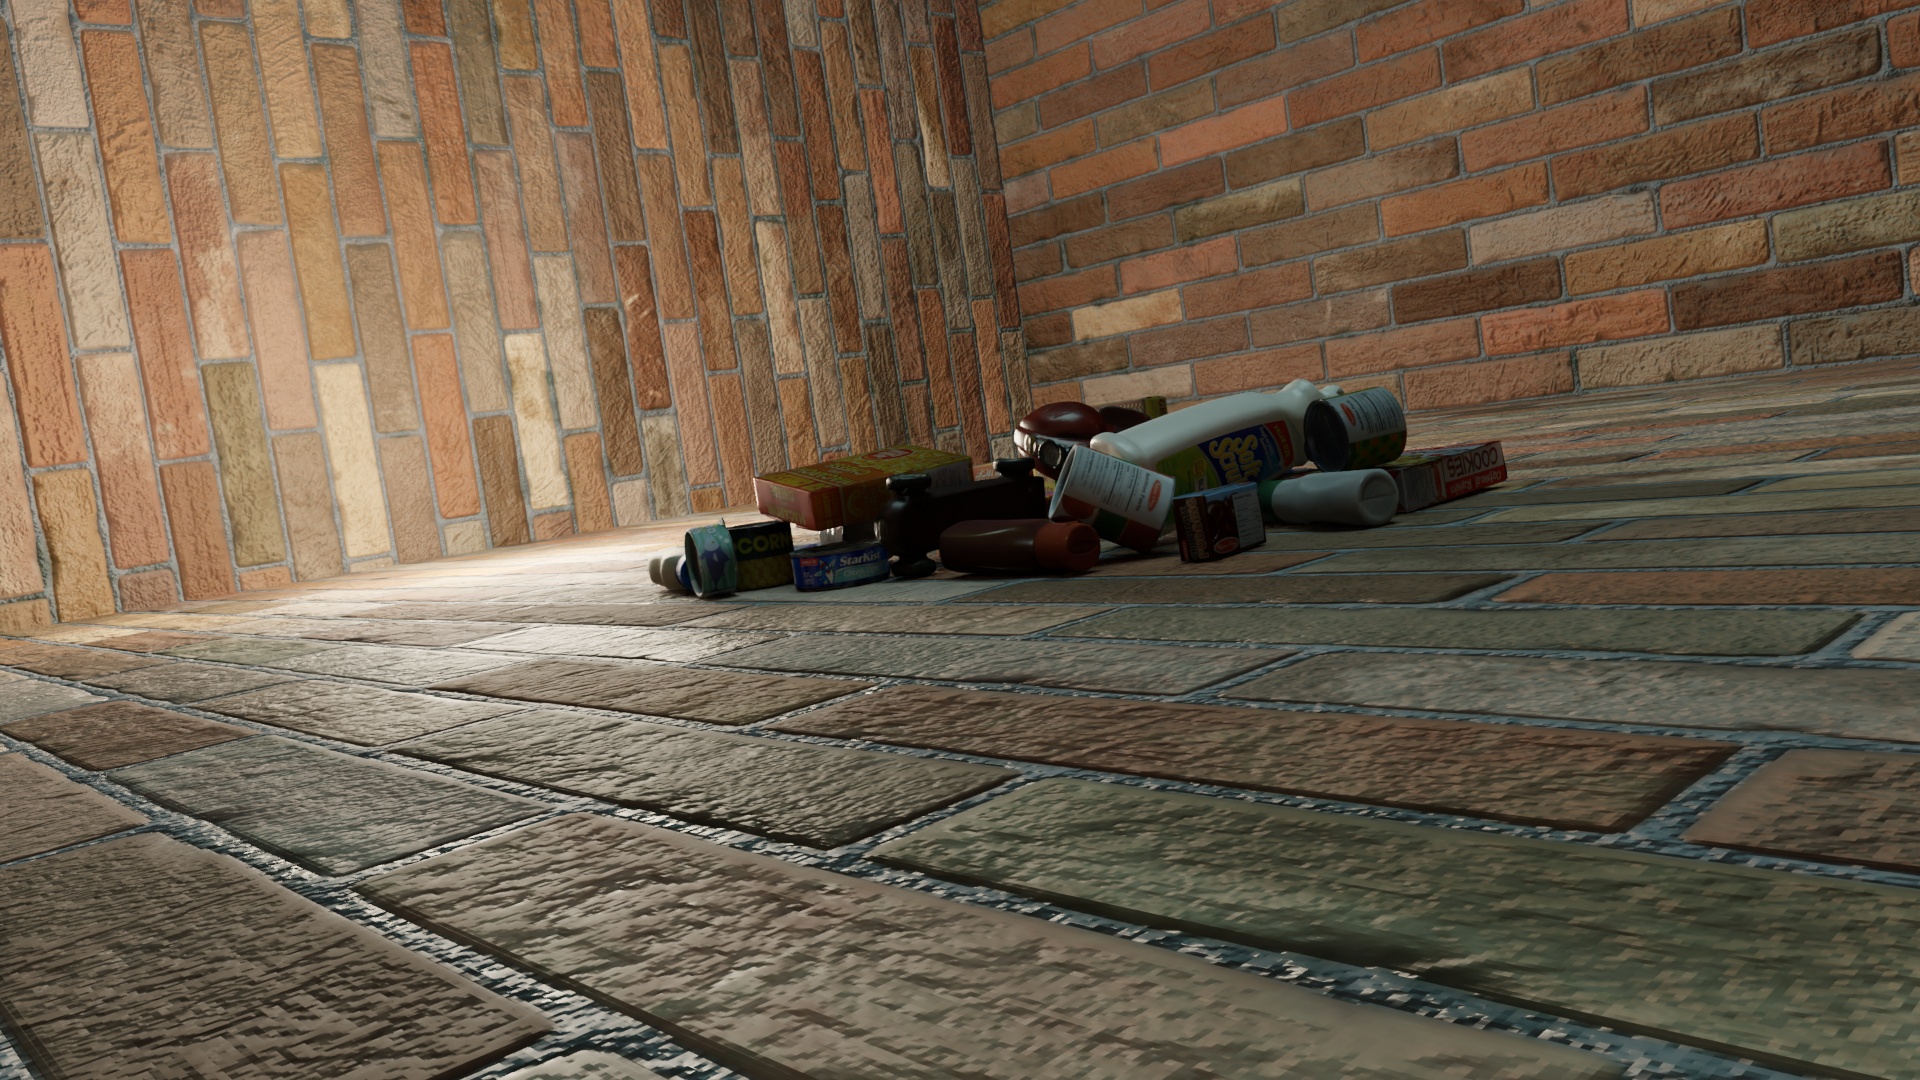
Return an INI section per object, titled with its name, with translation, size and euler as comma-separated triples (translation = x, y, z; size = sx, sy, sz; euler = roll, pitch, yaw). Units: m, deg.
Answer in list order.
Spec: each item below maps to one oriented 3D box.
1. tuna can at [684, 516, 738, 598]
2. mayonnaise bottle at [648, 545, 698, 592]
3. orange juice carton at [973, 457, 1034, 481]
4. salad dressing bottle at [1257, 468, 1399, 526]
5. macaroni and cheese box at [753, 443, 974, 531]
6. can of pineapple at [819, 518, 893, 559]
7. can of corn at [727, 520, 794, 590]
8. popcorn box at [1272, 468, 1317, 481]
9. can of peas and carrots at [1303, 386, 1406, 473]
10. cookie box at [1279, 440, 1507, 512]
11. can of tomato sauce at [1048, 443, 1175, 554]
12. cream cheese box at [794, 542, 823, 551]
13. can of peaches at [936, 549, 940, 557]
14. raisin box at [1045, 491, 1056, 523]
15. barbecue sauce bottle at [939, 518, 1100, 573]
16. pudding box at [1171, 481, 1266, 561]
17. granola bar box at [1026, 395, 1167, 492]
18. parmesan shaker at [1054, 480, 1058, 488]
[tuna can]
translation = -0.227, 0.016, 1.258
size = 0.033, 0.071, 0.071
euler = -11, 5, -22
[mayonnaise bottle]
translation = -0.266, 0.028, 1.361
size = 0.065, 0.041, 0.148
euler = -8, 4, -19
[orange juice carton]
translation = 0.068, -0.058, 1.615
size = 0.072, 0.073, 0.193
euler = -5, 6, 32
[salad dressing bottle]
translation = 0.292, -0.033, 1.139
size = 0.064, 0.044, 0.147
euler = -12, 5, -24
[macaroni and cheese box]
translation = -0.089, -0.050, 1.288
size = 0.167, 0.040, 0.124
euler = -15, 16, -30
[can of pineapple]
translation = -0.097, -0.008, 1.366
size = 0.071, 0.071, 0.058
euler = -11, 5, -29
[can of corn]
translation = -0.187, 0.013, 1.297
size = 0.071, 0.058, 0.071
euler = -8, 4, 1
[popcorn box]
translation = 0.261, -0.041, 1.301
size = 0.127, 0.038, 0.085
euler = -9, 4, -10
[can of peas and carrots]
translation = 0.329, -0.090, 1.161
size = 0.059, 0.071, 0.071
euler = -14, 6, -15
[cookie box]
translation = 0.386, -0.053, 1.235
size = 0.168, 0.040, 0.123
euler = -14, 7, -40
[can of tomato sauce]
translation = 0.119, -0.032, 1.102
size = 0.083, 0.071, 0.071
euler = 19, 3, -3
[cream cheese box]
translation = -0.162, 0.019, 1.383
size = 0.053, 0.024, 0.104
euler = -7, 5, 14
[can of peaches]
translation = 0.005, -0.017, 1.332
size = 0.071, 0.058, 0.071
euler = -9, 5, 1
[raisin box]
translation = 0.055, -0.023, 1.434
size = 0.086, 0.040, 0.124
euler = -7, 4, 29
[barbecue sauce bottle]
translation = 0.048, 0.005, 1.095
size = 0.065, 0.043, 0.148
euler = -10, 5, -36
[pudding box]
translation = 0.195, -0.015, 1.042
size = 0.030, 0.049, 0.084
euler = -6, 5, 41
[granola bar box]
translation = 0.147, -0.081, 1.461
size = 0.039, 0.124, 0.165
euler = -11, 5, -44
[parmesan shaker]
translation = 0.130, -0.064, 1.401
size = 0.071, 0.103, 0.071
euler = -8, 4, 1
